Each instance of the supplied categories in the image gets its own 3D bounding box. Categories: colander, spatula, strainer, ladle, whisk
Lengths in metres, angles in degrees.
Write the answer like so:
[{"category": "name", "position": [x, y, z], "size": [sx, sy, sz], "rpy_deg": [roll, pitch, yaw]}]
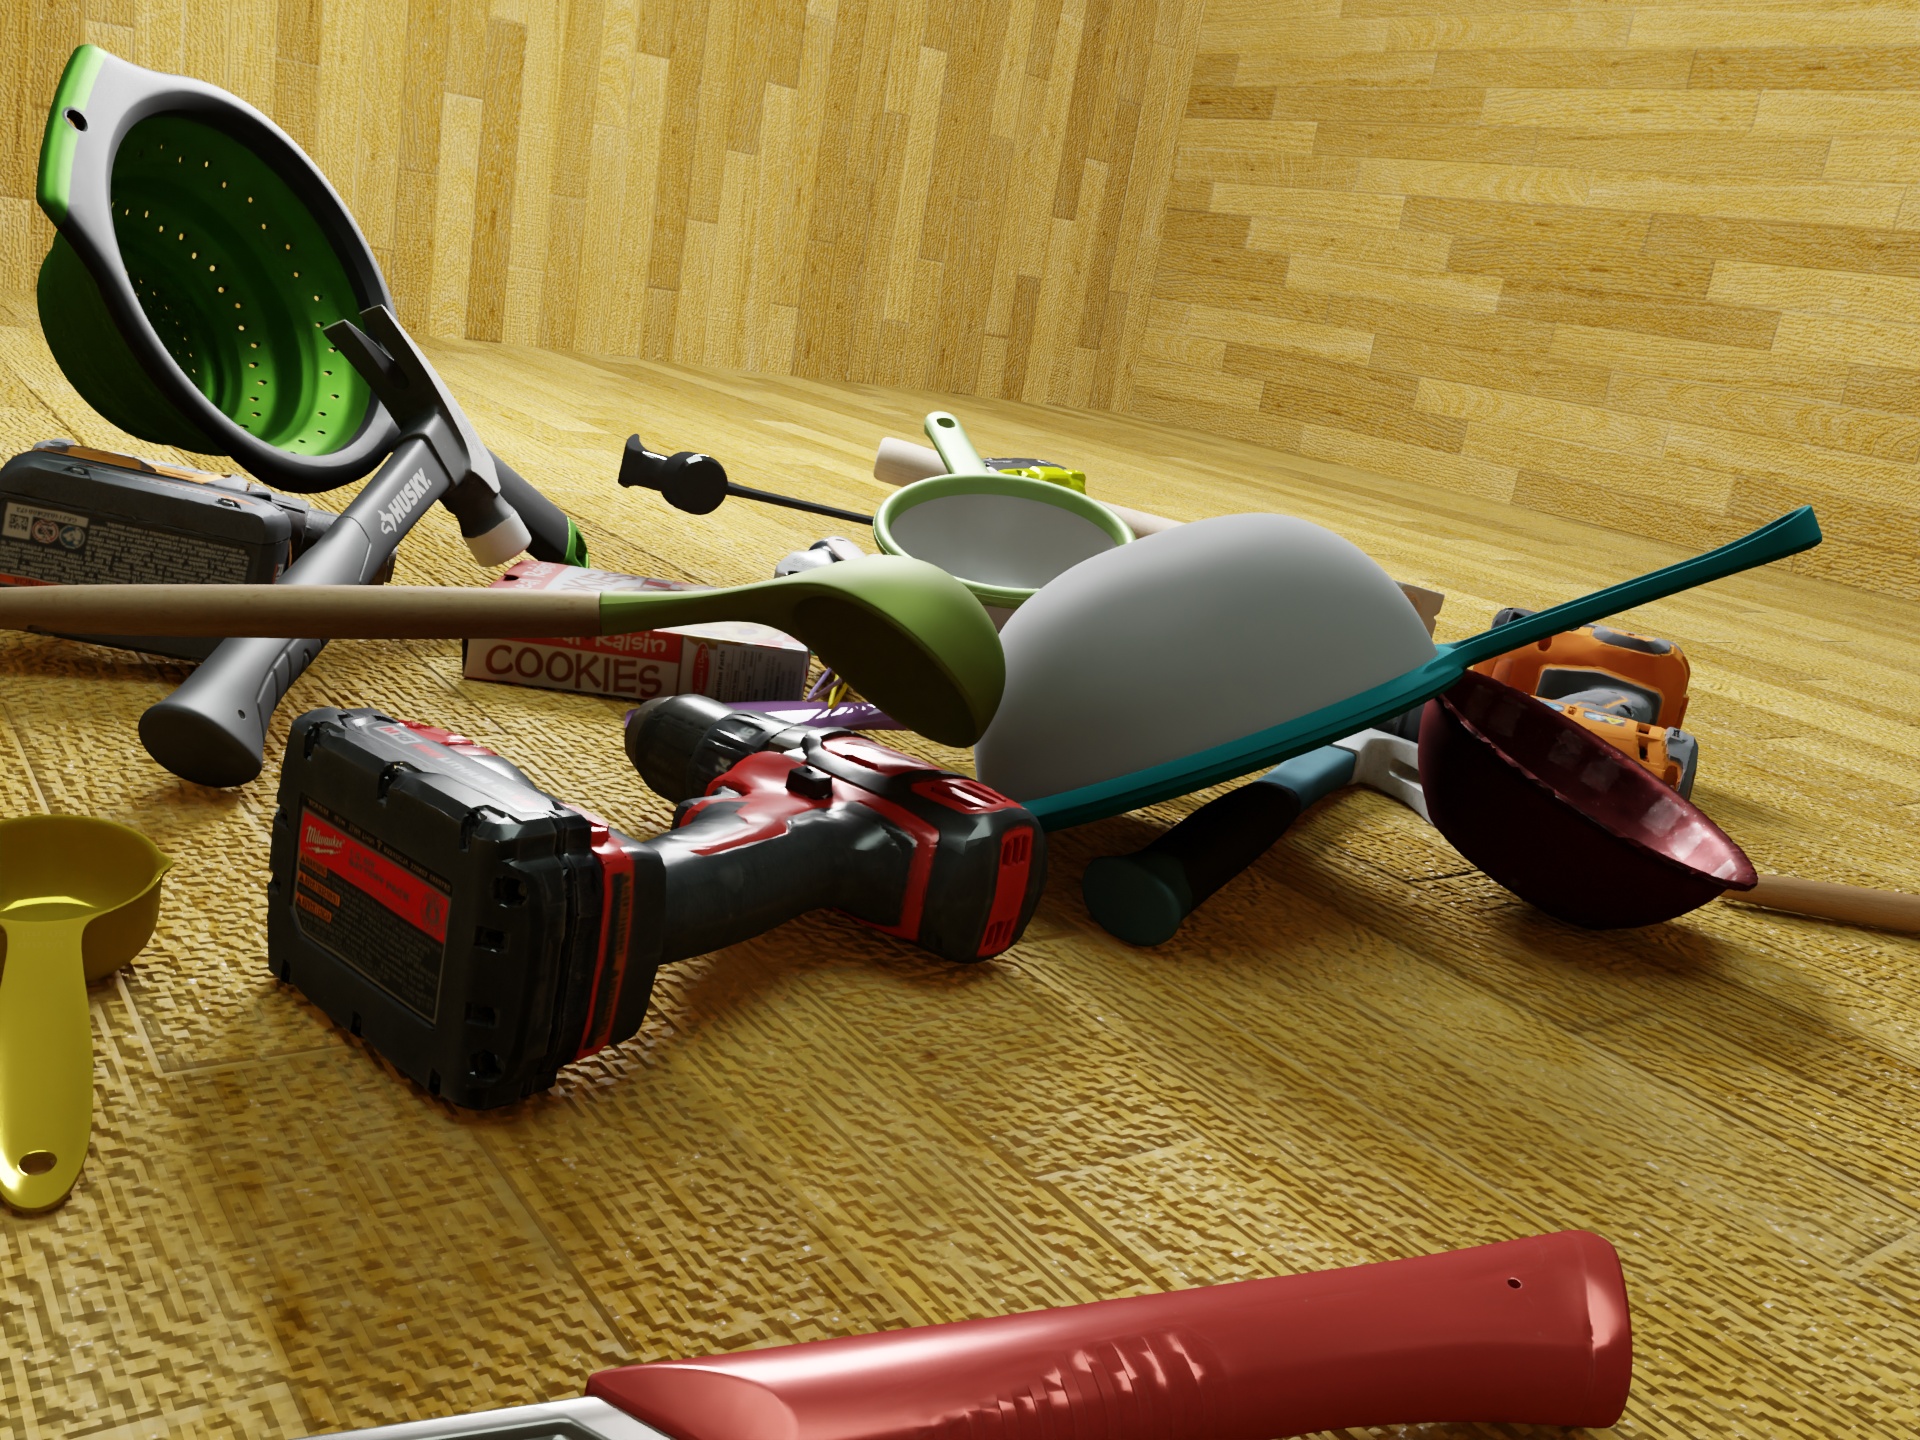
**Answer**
[{"category": "colander", "position": [-0.346, -0.167, 0.853], "size": [0.094, 0.205, 0.396], "rpy_deg": [-16, -30, 18]}, {"category": "spatula", "position": [-0.001, -0.002, 0.769], "size": [0.316, 0.018, 0.060], "rpy_deg": [-1, 14, -11]}, {"category": "strainer", "position": [0.011, -0.109, 0.952], "size": [0.151, 0.069, 0.257], "rpy_deg": [-2, 33, -14]}, {"category": "ladle", "position": [-0.144, -0.023, 0.516], "size": [0.320, 0.062, 0.078], "rpy_deg": [0, -19, -8]}, {"category": "spatula", "position": [0.514, 0.090, 0.745], "size": [0.317, 0.044, 0.082], "rpy_deg": [8, 19, 0]}, {"category": "whisk", "position": [-0.053, -0.034, 0.785], "size": [0.051, 0.047, 0.245], "rpy_deg": [-2, 4, -7]}, {"category": "strainer", "position": [0.145, -0.049, 0.628], "size": [0.340, 0.095, 0.211], "rpy_deg": [-20, 1, 20]}]

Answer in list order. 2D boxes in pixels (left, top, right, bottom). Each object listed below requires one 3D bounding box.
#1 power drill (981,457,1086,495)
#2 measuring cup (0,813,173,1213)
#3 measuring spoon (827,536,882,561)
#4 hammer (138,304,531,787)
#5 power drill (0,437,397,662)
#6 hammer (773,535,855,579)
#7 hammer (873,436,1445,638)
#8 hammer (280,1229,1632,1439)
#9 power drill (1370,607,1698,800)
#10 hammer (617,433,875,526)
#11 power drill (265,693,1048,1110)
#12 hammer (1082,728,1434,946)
[{"category": "power drill", "position": [0.113, -0.158, 1.344], "size": [0.223, 0.080, 0.171], "rpy_deg": [26, 22, 37]}, {"category": "measuring cup", "position": [-0.233, 0.076, 0.405], "size": [0.062, 0.029, 0.157], "rpy_deg": [1, 29, -29]}, {"category": "measuring spoon", "position": [-0.066, -0.110, 1.034], "size": [0.034, 0.018, 0.124], "rpy_deg": [3, 18, -21]}, {"category": "hammer", "position": [-0.276, -0.076, 0.706], "size": [0.035, 0.146, 0.335], "rpy_deg": [-19, 28, 11]}, {"category": "power drill", "position": [-0.374, -0.086, 0.790], "size": [0.185, 0.084, 0.226], "rpy_deg": [11, 8, -24]}, {"category": "hammer", "position": [0.071, -0.056, 1.024], "size": [0.409, 0.036, 0.149], "rpy_deg": [13, 17, 13]}, {"category": "hammer", "position": [0.106, -0.123, 1.024], "size": [0.411, 0.038, 0.146], "rpy_deg": [23, 11, 37]}, {"category": "hammer", "position": [-0.021, 0.128, 0.305], "size": [0.359, 0.036, 0.149], "rpy_deg": [2, 17, -24]}, {"category": "power drill", "position": [0.330, -0.003, 0.907], "size": [0.164, 0.084, 0.226], "rpy_deg": [15, 20, 21]}, {"category": "hammer", "position": [-0.031, -0.126, 1.043], "size": [0.405, 0.035, 0.144], "rpy_deg": [8, 10, -36]}, {"category": "power drill", "position": [-0.103, 0.036, 0.519], "size": [0.188, 0.080, 0.226], "rpy_deg": [21, 16, 36]}, {"category": "hammer", "position": [0.135, 0.040, 0.721], "size": [0.128, 0.033, 0.331], "rpy_deg": [15, 17, 25]}]
